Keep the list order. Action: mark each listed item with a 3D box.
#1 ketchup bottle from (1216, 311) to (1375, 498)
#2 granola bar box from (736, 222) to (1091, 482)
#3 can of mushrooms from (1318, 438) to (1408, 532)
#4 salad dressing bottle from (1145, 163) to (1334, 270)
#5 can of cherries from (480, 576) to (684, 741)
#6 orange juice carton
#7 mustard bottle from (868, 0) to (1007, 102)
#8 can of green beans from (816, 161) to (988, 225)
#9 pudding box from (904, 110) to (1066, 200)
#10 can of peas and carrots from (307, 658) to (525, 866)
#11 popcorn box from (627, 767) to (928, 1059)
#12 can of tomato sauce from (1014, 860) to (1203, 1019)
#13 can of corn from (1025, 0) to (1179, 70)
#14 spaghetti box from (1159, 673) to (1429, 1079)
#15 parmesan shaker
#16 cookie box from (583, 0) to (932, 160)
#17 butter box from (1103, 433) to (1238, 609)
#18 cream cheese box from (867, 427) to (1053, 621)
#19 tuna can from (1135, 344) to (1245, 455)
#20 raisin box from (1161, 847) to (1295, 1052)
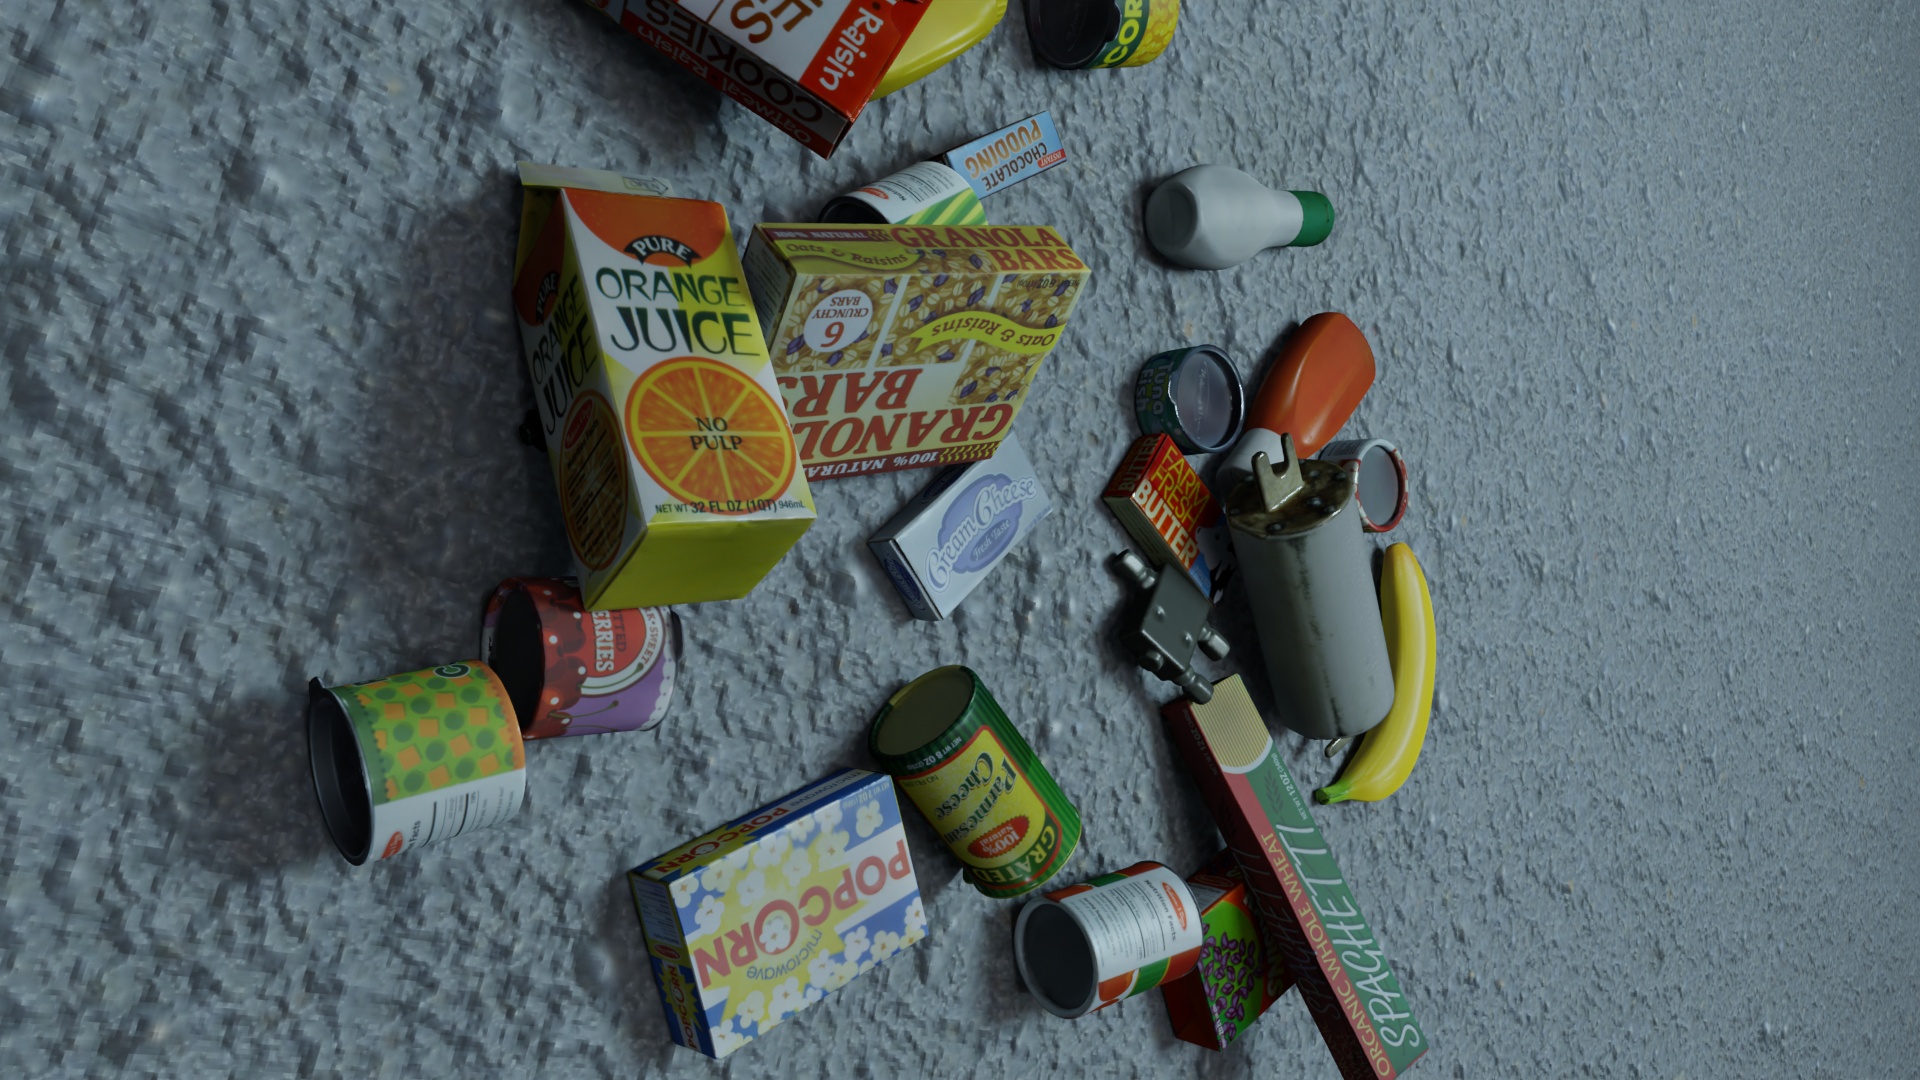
[{"bbox_3d":[0.217,-0.082,0.901,0.149,0.043,0.064,-50,117,-30],"label":"ketchup bottle"},{"bbox_3d":[-0.033,-0.085,0.641,0.166,0.123,0.039,-10,52,-38],"label":"granola bar box"},{"bbox_3d":[0.277,-0.035,0.957,0.071,0.033,0.071,2,86,-41],"label":"can of mushrooms"},{"bbox_3d":[0.180,-0.203,0.876,0.148,0.044,0.064,-10,93,-41],"label":"salad dressing bottle"},{"bbox_3d":[-0.154,0.046,0.564,0.058,0.071,0.071,1,88,-40],"label":"can of cherries"},{"bbox_3d":[-0.128,-0.074,0.564,0.072,0.072,0.193,-3,64,-36],"label":"orange juice carton"},{"bbox_3d":[-0.022,-0.267,0.703,0.161,0.048,0.065,-33,103,-37],"label":"mustard bottle"},{"bbox_3d":[-0.028,-0.146,0.682,0.058,0.071,0.071,-35,110,-36],"label":"can of green beans"},{"bbox_3d":[0.009,-0.194,0.726,0.084,0.049,0.030,-33,107,-37],"label":"pudding box"},{"bbox_3d":[-0.206,0.080,0.524,0.059,0.071,0.071,-11,95,-41],"label":"can of peas and carrots"},{"bbox_3d":[-0.080,0.168,0.643,0.127,0.038,0.085,-20,102,-39],"label":"popcorn box"},{"bbox_3d":[0.080,0.218,0.760,0.083,0.071,0.071,-5,92,-40],"label":"can of tomato sauce"},{"bbox_3d":[0.082,-0.298,0.778,0.058,0.071,0.071,-18,100,-40],"label":"can of corn"},{"bbox_3d":[0.198,0.201,0.827,0.050,0.028,0.250,-21,80,-36],"label":"spaghetti box"},{"bbox_3d":[0.005,0.123,0.701,0.071,0.071,0.103,-50,118,-30],"label":"parmesan shaker"},{"bbox_3d":[-0.095,-0.264,0.609,0.167,0.040,0.123,31,67,-11],"label":"cookie box"},{"bbox_3d":[0.131,-0.011,0.838,0.103,0.024,0.053,49,59,-28],"label":"butter box"},{"bbox_3d":[0.003,-0.009,0.729,0.104,0.024,0.053,-44,115,-32],"label":"cream cheese box"},{"bbox_3d":[0.138,-0.085,0.841,0.071,0.033,0.071,2,87,-40],"label":"tuna can"},{"bbox_3d":[0.173,0.241,0.854,0.124,0.040,0.086,-25,103,-37],"label":"raisin box"}]
